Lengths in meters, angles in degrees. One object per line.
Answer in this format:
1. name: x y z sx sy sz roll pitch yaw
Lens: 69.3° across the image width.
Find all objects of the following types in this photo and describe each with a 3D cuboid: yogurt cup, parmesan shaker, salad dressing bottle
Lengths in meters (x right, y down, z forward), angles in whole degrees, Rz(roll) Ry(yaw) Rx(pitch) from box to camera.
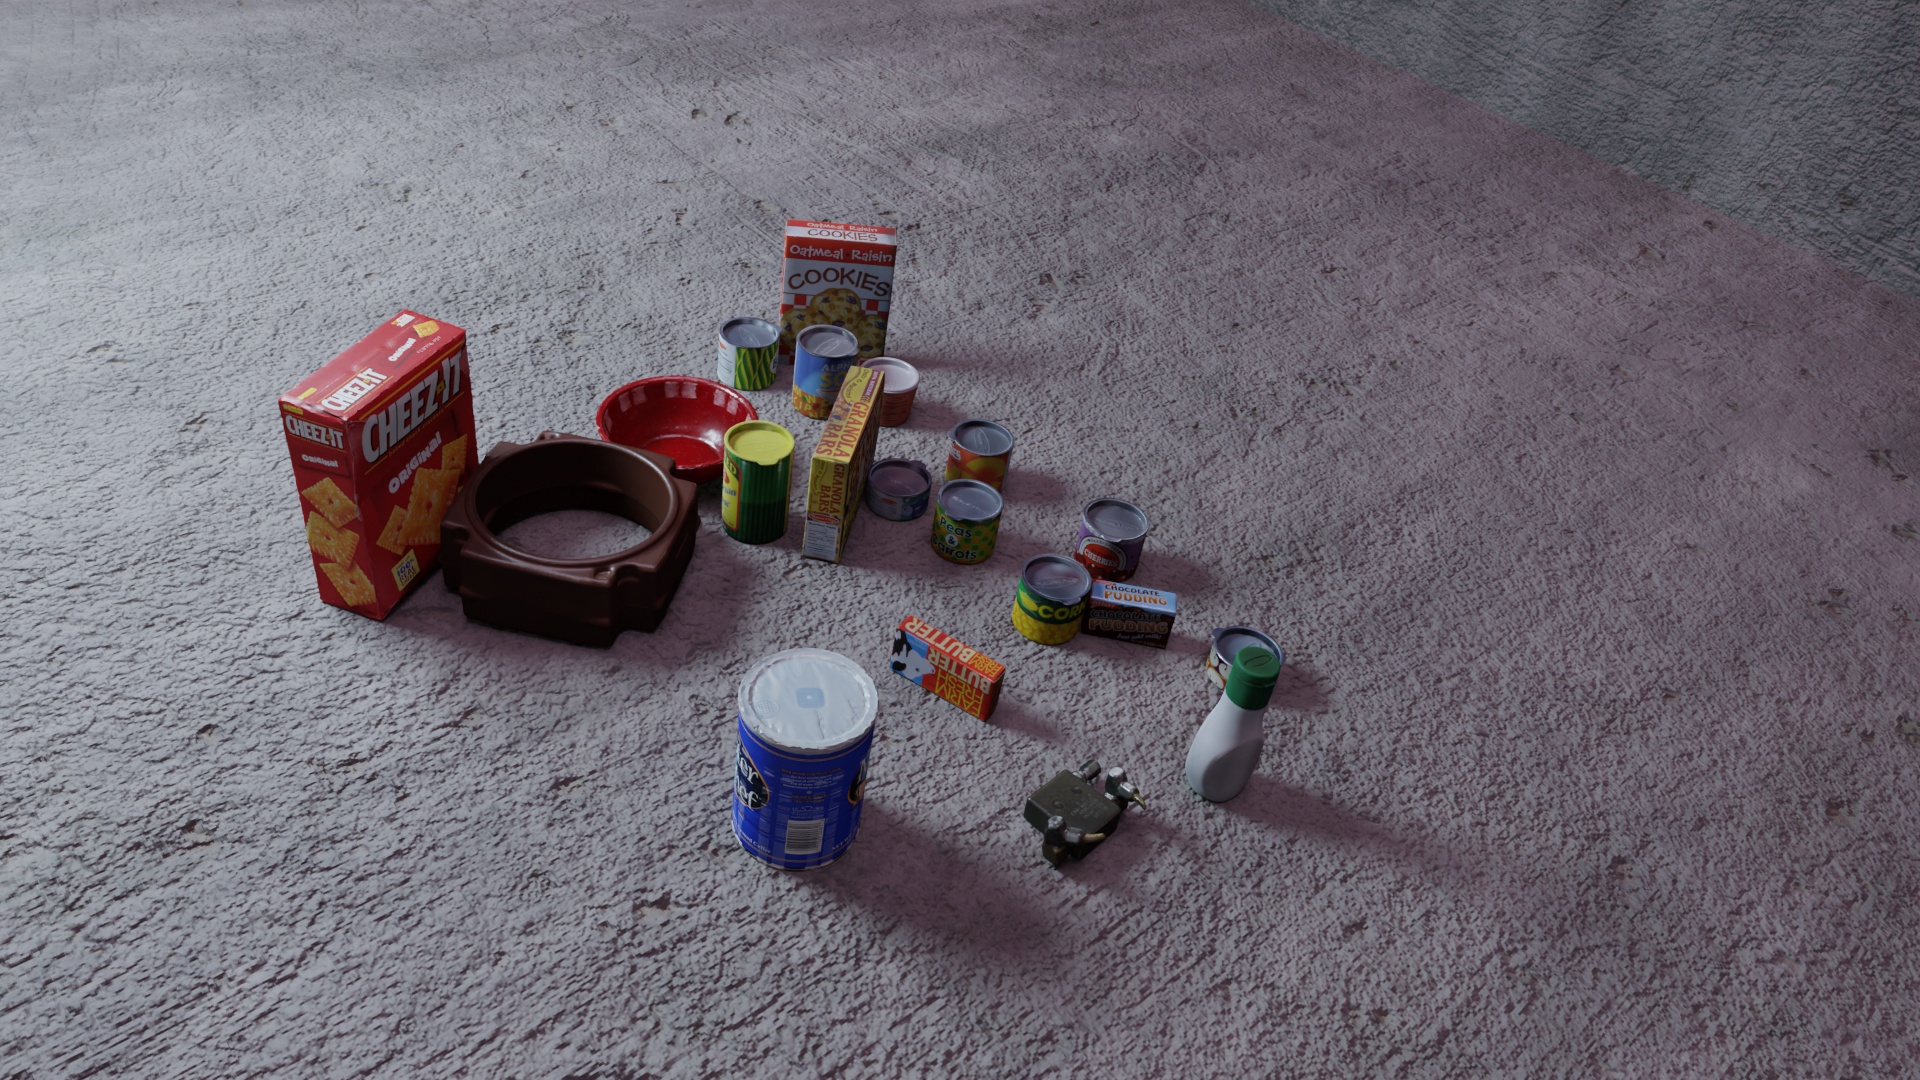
1. yogurt cup: -0.081 -0.163 1.537 0.072 0.053 0.073 6 39 -5
2. parmesan shaker: -0.195 -0.053 1.336 0.071 0.102 0.072 6 39 -5
3. salad dressing bottle: 0.227 0.152 1.145 0.064 0.146 0.044 -13 44 -26

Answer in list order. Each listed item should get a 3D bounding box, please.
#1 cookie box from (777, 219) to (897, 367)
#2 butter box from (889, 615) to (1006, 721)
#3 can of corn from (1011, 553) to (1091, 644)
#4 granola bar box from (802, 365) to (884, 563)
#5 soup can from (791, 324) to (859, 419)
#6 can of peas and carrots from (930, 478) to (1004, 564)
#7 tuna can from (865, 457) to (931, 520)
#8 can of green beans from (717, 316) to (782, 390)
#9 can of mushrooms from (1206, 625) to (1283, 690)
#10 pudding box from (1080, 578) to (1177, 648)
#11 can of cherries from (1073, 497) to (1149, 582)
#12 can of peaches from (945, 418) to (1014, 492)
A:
1. cookie box: -0.142 -0.277 1.573 0.123 0.166 0.040 3 39 -10
2. butter box: -0.011 0.112 1.215 0.103 0.052 0.024 27 41 20
3. can of corn: 0.086 0.057 1.300 0.071 0.058 0.071 6 39 -5
4. granola bar box: -0.113 -0.077 1.367 0.039 0.123 0.166 12 38 2
5. soup can: -0.147 -0.183 1.523 0.071 0.083 0.072 6 39 -5
6. can of peas and carrots: 0.005 -0.017 1.373 0.071 0.058 0.071 6 39 -5
7. tuna can: -0.062 -0.053 1.423 0.071 0.032 0.071 6 39 -5
8. can of green beans: -0.238 -0.209 1.555 0.071 0.057 0.071 6 39 -5
9. can of mushrooms: 0.262 0.112 1.293 0.071 0.033 0.071 6 39 -5
10. pudding box: 0.159 0.069 1.310 0.084 0.049 0.030 11 38 0
11. can of cherries: 0.149 0.001 1.384 0.071 0.058 0.072 6 39 -5
12. can of peaches: 0.017 -0.086 1.462 0.071 0.057 0.071 6 39 -5
